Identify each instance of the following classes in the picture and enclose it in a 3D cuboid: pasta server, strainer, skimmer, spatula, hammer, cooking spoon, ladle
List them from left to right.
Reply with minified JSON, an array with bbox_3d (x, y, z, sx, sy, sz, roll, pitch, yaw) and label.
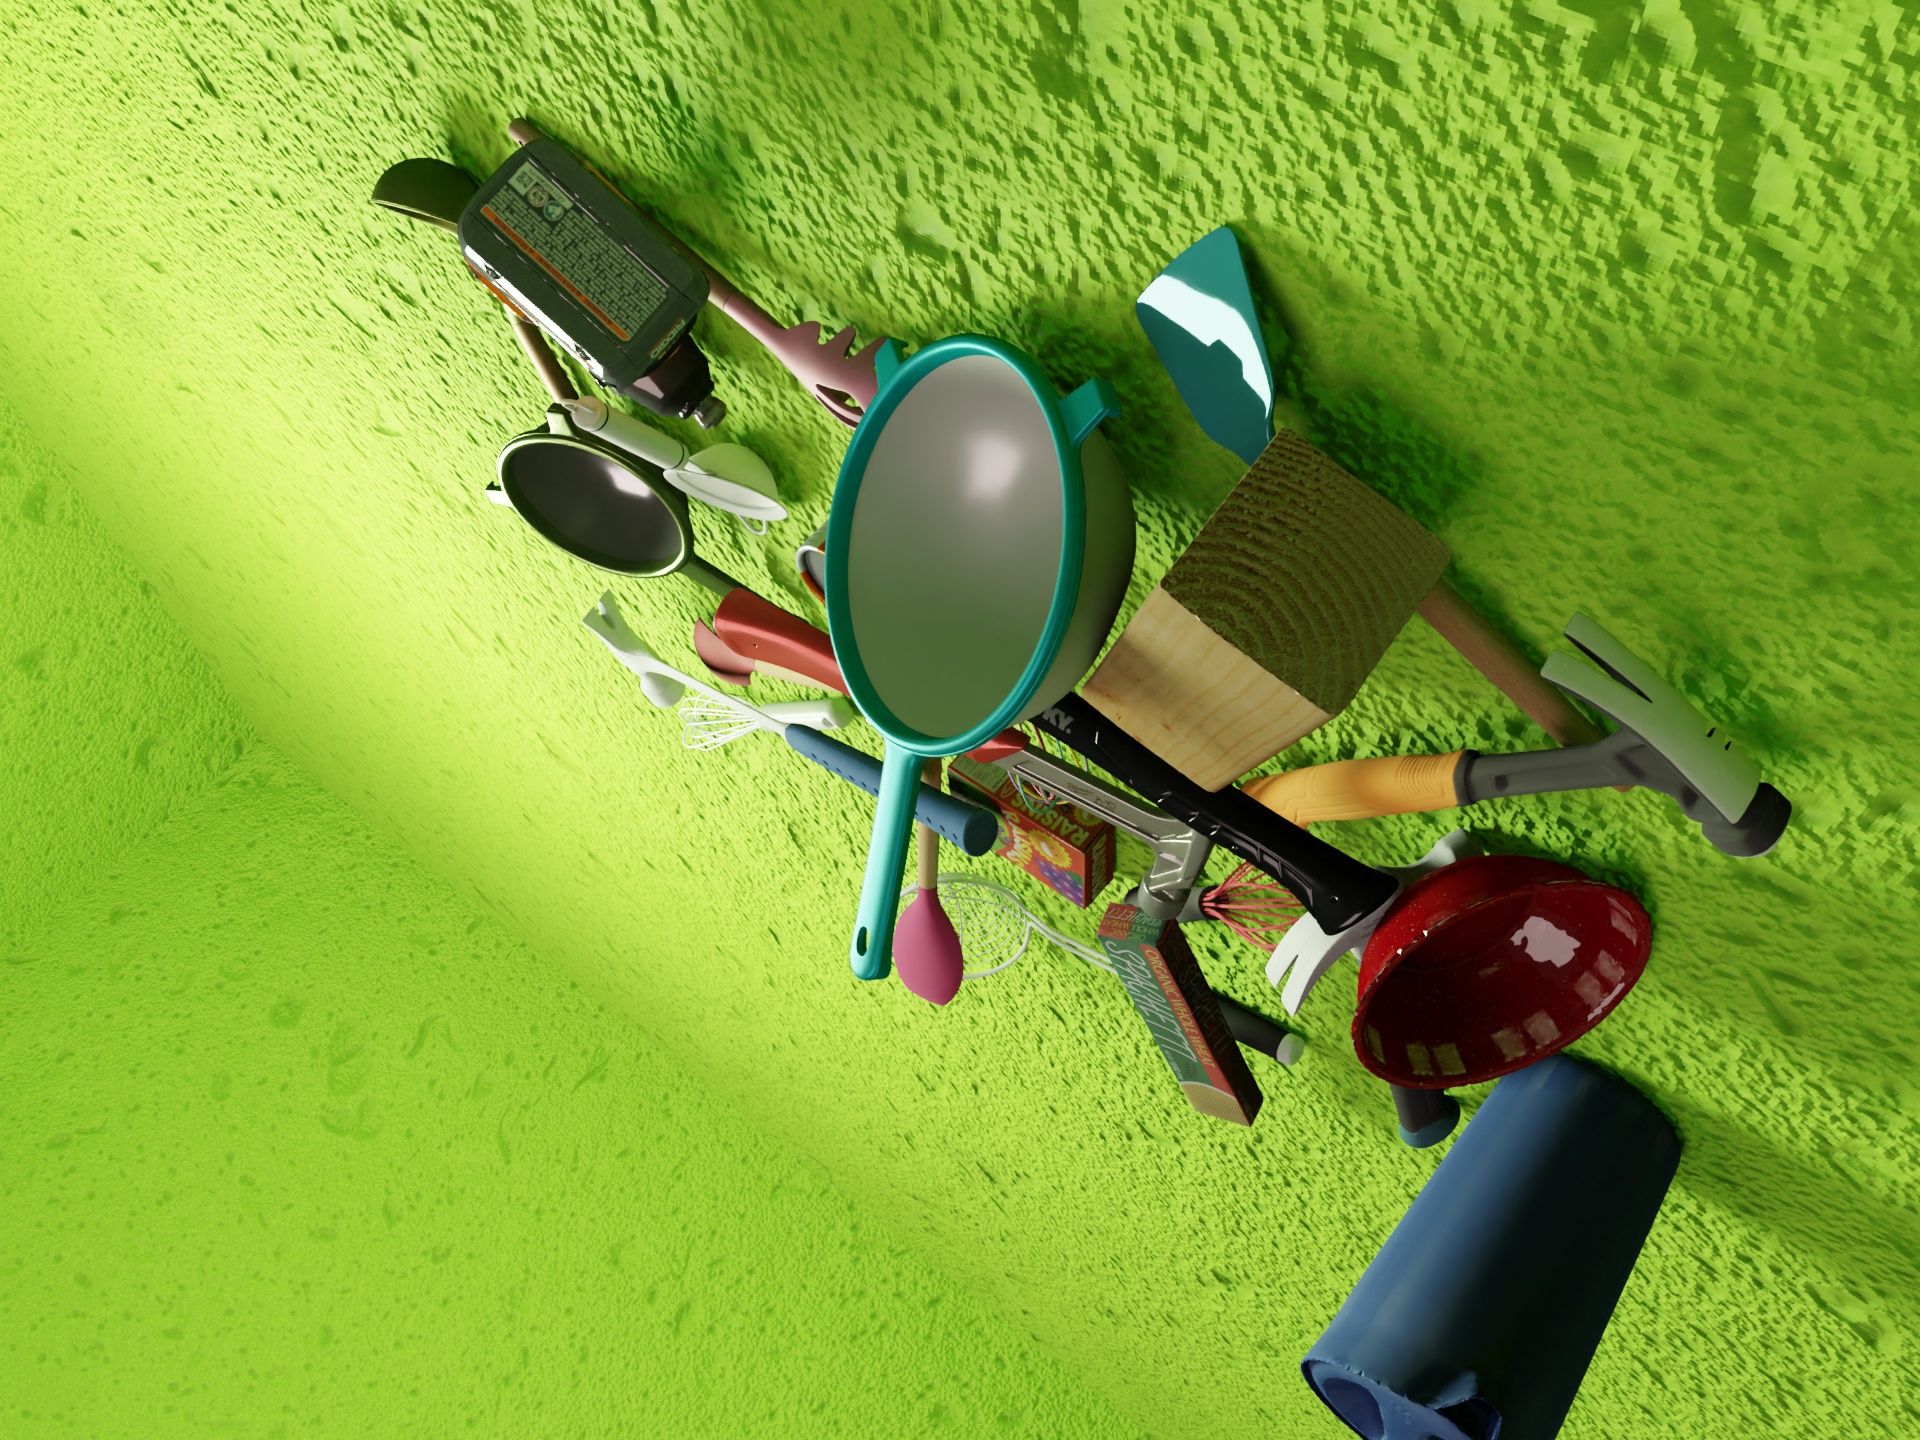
[{"bbox_3d":[-0.309,-0.257,1.130,0.078,0.062,0.319,22,151,34],"label":"ladle"},{"bbox_3d":[-0.210,-0.148,1.168,0.256,0.069,0.151,32,148,-21],"label":"strainer"},{"bbox_3d":[-0.175,-0.166,0.998,0.087,0.050,0.258,14,179,19],"label":"strainer"},{"bbox_3d":[-0.145,-0.261,0.918,0.316,0.040,0.060,40,156,14],"label":"pasta server"},{"bbox_3d":[-0.138,-0.040,1.207,0.069,0.031,0.316,54,160,-25],"label":"ladle"},{"bbox_3d":[-0.138,0.005,1.224,0.406,0.035,0.143,25,161,35],"label":"hammer"},{"bbox_3d":[-0.026,0.108,1.235,0.069,0.017,0.318,22,131,24],"label":"cooking spoon"},{"bbox_3d":[-0.002,-0.003,1.008,0.359,0.037,0.149,27,140,16],"label":"hammer"},{"bbox_3d":[0.011,-0.024,0.834,0.211,0.095,0.340,27,110,51],"label":"strainer"},{"bbox_3d":[0.092,0.210,1.251,0.363,0.090,0.127,21,144,38],"label":"skimmer"},{"bbox_3d":[0.091,0.012,0.883,0.335,0.035,0.146,33,116,27],"label":"hammer"},{"bbox_3d":[0.267,0.183,0.961,0.330,0.128,0.033,60,-176,-49],"label":"hammer"},{"bbox_3d":[0.198,-0.081,0.710,0.317,0.044,0.082,42,156,-10],"label":"spatula"},{"bbox_3d":[0.229,0.026,0.786,0.127,0.034,0.337,39,161,-12],"label":"hammer"}]

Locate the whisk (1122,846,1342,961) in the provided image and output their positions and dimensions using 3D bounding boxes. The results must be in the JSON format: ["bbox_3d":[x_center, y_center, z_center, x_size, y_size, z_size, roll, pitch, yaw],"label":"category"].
[{"bbox_3d":[0.173,0.117,1.031,0.073,0.073,0.296,46,162,-8],"label":"whisk"}]

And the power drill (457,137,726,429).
[{"bbox_3d":[-0.198,-0.235,0.911,0.164,0.084,0.226,42,178,-11],"label":"power drill"}]

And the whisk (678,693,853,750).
[{"bbox_3d":[-0.167,-0.002,1.346,0.057,0.059,0.246,42,154,-30],"label":"whisk"}]

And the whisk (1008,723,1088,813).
[{"bbox_3d":[0.024,-0.032,1.021,0.047,0.051,0.244,23,147,47],"label":"whisk"}]
